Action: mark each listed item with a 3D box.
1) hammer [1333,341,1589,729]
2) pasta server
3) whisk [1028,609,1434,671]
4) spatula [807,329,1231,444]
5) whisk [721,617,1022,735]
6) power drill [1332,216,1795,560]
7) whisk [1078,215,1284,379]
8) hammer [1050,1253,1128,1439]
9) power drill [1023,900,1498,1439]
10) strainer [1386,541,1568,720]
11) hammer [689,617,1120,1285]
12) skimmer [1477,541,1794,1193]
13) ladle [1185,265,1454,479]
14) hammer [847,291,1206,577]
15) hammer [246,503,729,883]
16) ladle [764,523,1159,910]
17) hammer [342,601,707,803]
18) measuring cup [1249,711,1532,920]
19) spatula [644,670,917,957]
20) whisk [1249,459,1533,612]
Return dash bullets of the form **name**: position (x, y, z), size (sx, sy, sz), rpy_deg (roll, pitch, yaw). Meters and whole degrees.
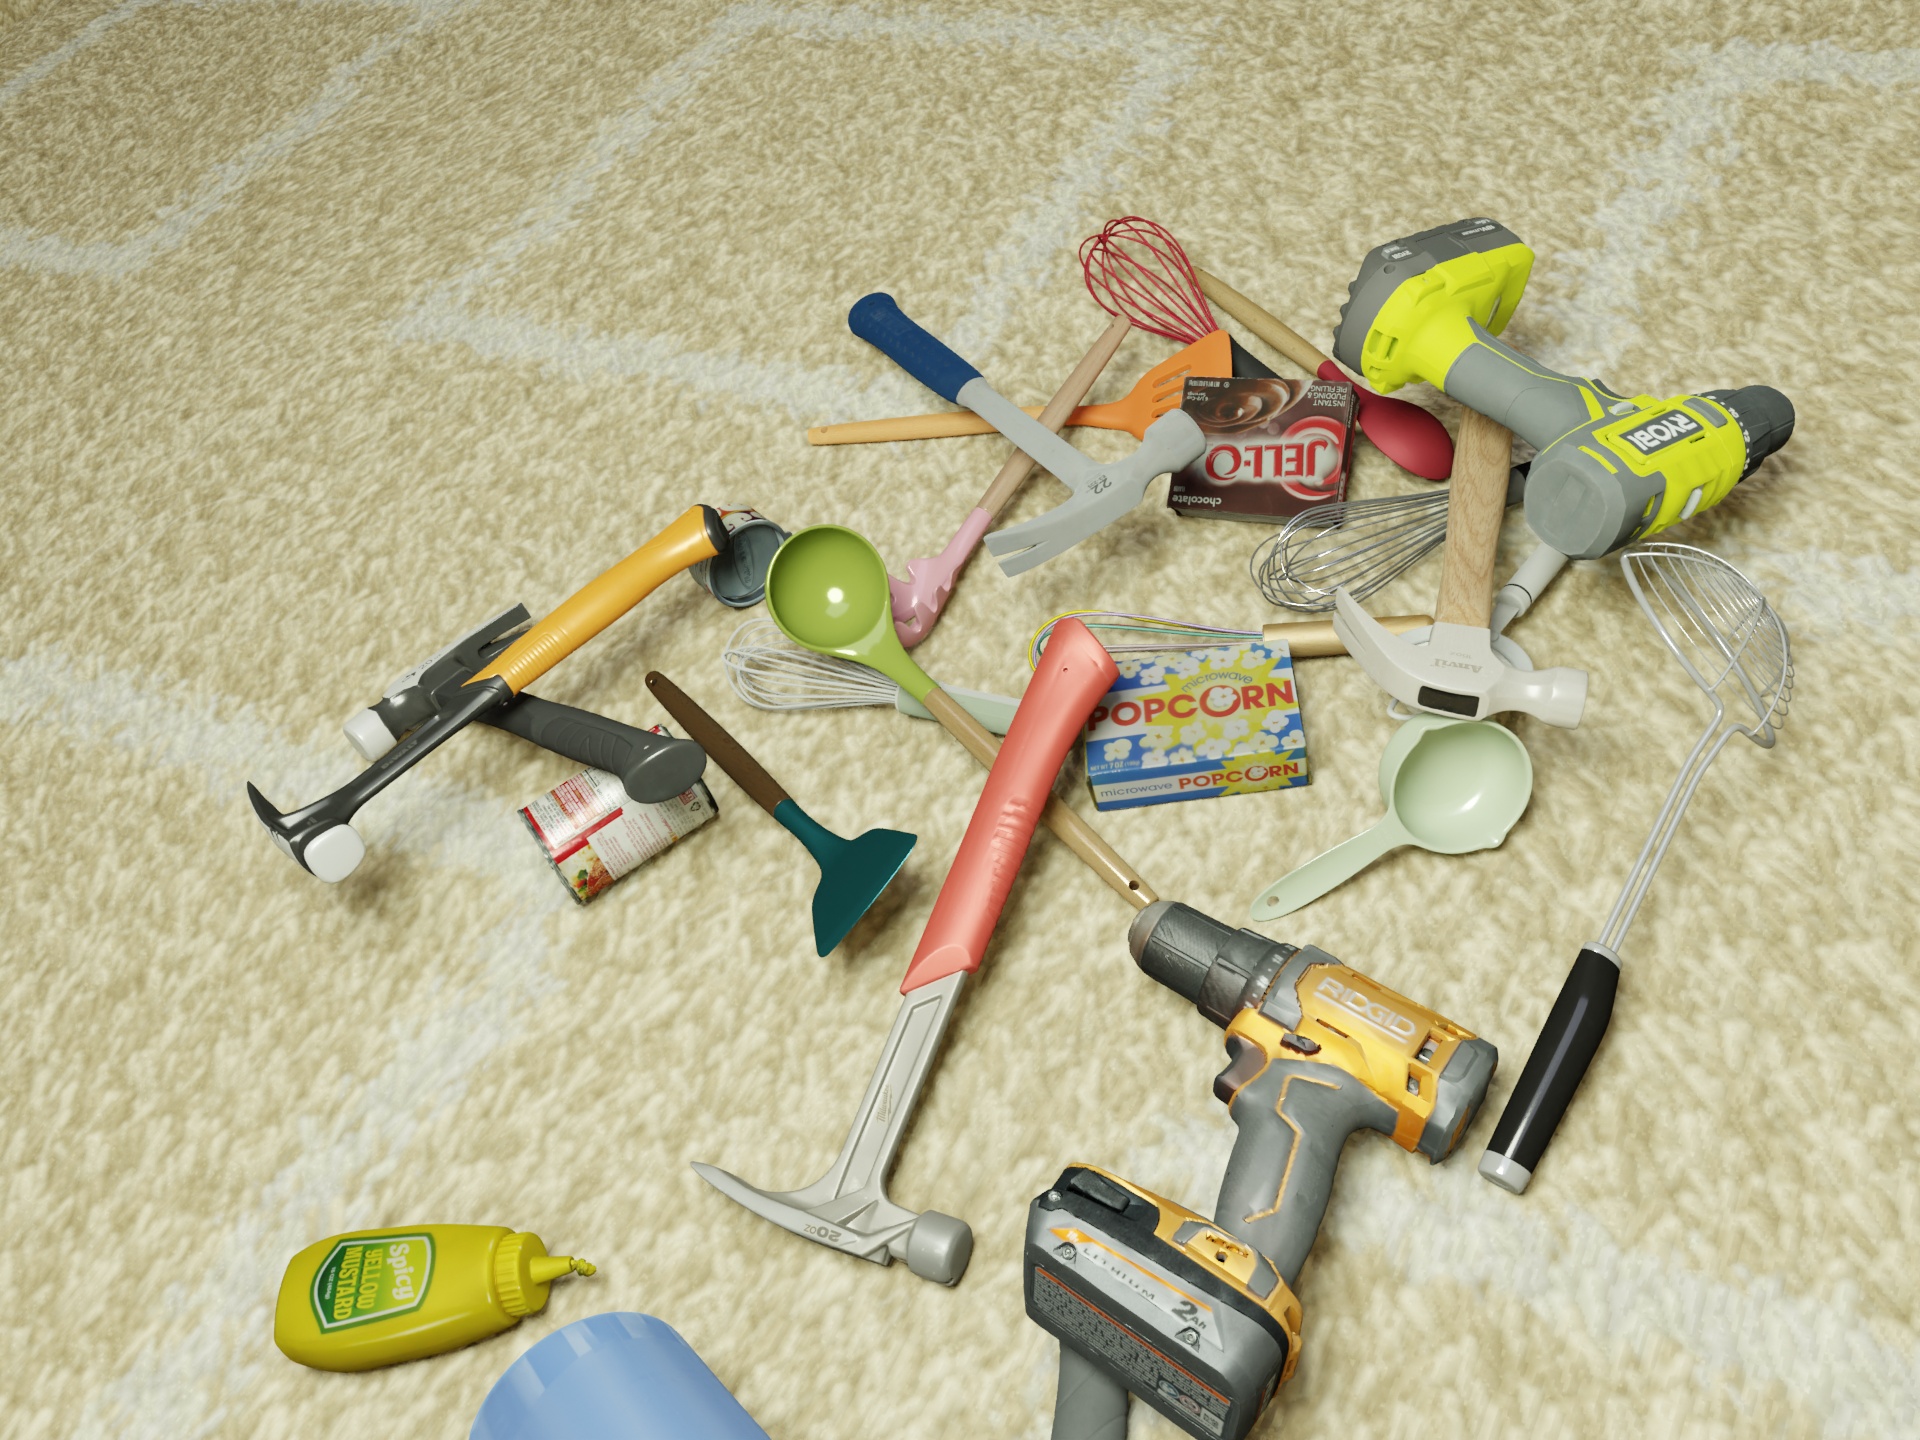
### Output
- **hammer**: position (0.295, -0.122, 0.919), size (0.130, 0.031, 0.331), rpy_deg (10, 46, 14)
- **pasta server**: position (0.027, -0.166, 1.081), size (0.060, 0.040, 0.316), rpy_deg (17, 65, 44)
- **whisk**: position (0.162, -0.050, 0.967), size (0.245, 0.051, 0.047), rpy_deg (-3, 44, 10)
- **spatula**: position (0.037, -0.225, 1.154), size (0.322, 0.041, 0.081), rpy_deg (-2, 66, 17)
- **whisk**: position (-0.042, -0.019, 0.999), size (0.246, 0.058, 0.059), rpy_deg (12, 97, 20)
- **power drill**: position (0.349, -0.197, 0.919), size (0.190, 0.080, 0.229), rpy_deg (-24, 55, -27)
- **whisk**: position (0.177, -0.281, 1.153), size (0.073, 0.073, 0.296), rpy_deg (-29, 54, -9)
- **hammer**: position (0.044, 0.399, 0.620), size (0.149, 0.036, 0.409), rpy_deg (-1, 50, 14)
- **power drill**: position (0.116, 0.186, 0.729), size (0.185, 0.084, 0.226), rpy_deg (28, 51, 26)
- **strainer**: position (0.321, -0.063, 0.933), size (0.087, 0.050, 0.258), rpy_deg (24, 55, 36)
- **hammer**: position (-0.006, 0.102, 0.846), size (0.149, 0.036, 0.359), rpy_deg (13, 67, 25)
- **skimmer**: position (0.327, 0.065, 0.806), size (0.363, 0.127, 0.090), rpy_deg (-58, 21, -16)
- **ladle**: position (0.244, -0.258, 1.127), size (0.069, 0.031, 0.316), rpy_deg (-1, 36, -30)
- **hammer**: position (0.007, -0.223, 1.107), size (0.144, 0.035, 0.406), rpy_deg (-37, 39, -3)
- **hammer**: position (-0.279, -0.031, 0.984), size (0.337, 0.034, 0.127), rpy_deg (-42, 36, -24)
- **ladle**: position (-0.001, -0.003, 0.929), size (0.078, 0.062, 0.320), rpy_deg (-41, 64, -11)
- **hammer**: position (-0.260, -0.004, 0.994), size (0.335, 0.035, 0.146), rpy_deg (14, 49, 47)
- **measuring cup**: position (0.224, 0.054, 0.855), size (0.167, 0.083, 0.038), rpy_deg (-34, 19, 10)
- **spatula**: position (-0.124, 0.036, 0.960), size (0.082, 0.044, 0.318), rpy_deg (-52, 46, -1)
- **whisk**: position (0.312, -0.132, 0.987), size (0.284, 0.070, 0.070), rpy_deg (-21, 48, -8)
